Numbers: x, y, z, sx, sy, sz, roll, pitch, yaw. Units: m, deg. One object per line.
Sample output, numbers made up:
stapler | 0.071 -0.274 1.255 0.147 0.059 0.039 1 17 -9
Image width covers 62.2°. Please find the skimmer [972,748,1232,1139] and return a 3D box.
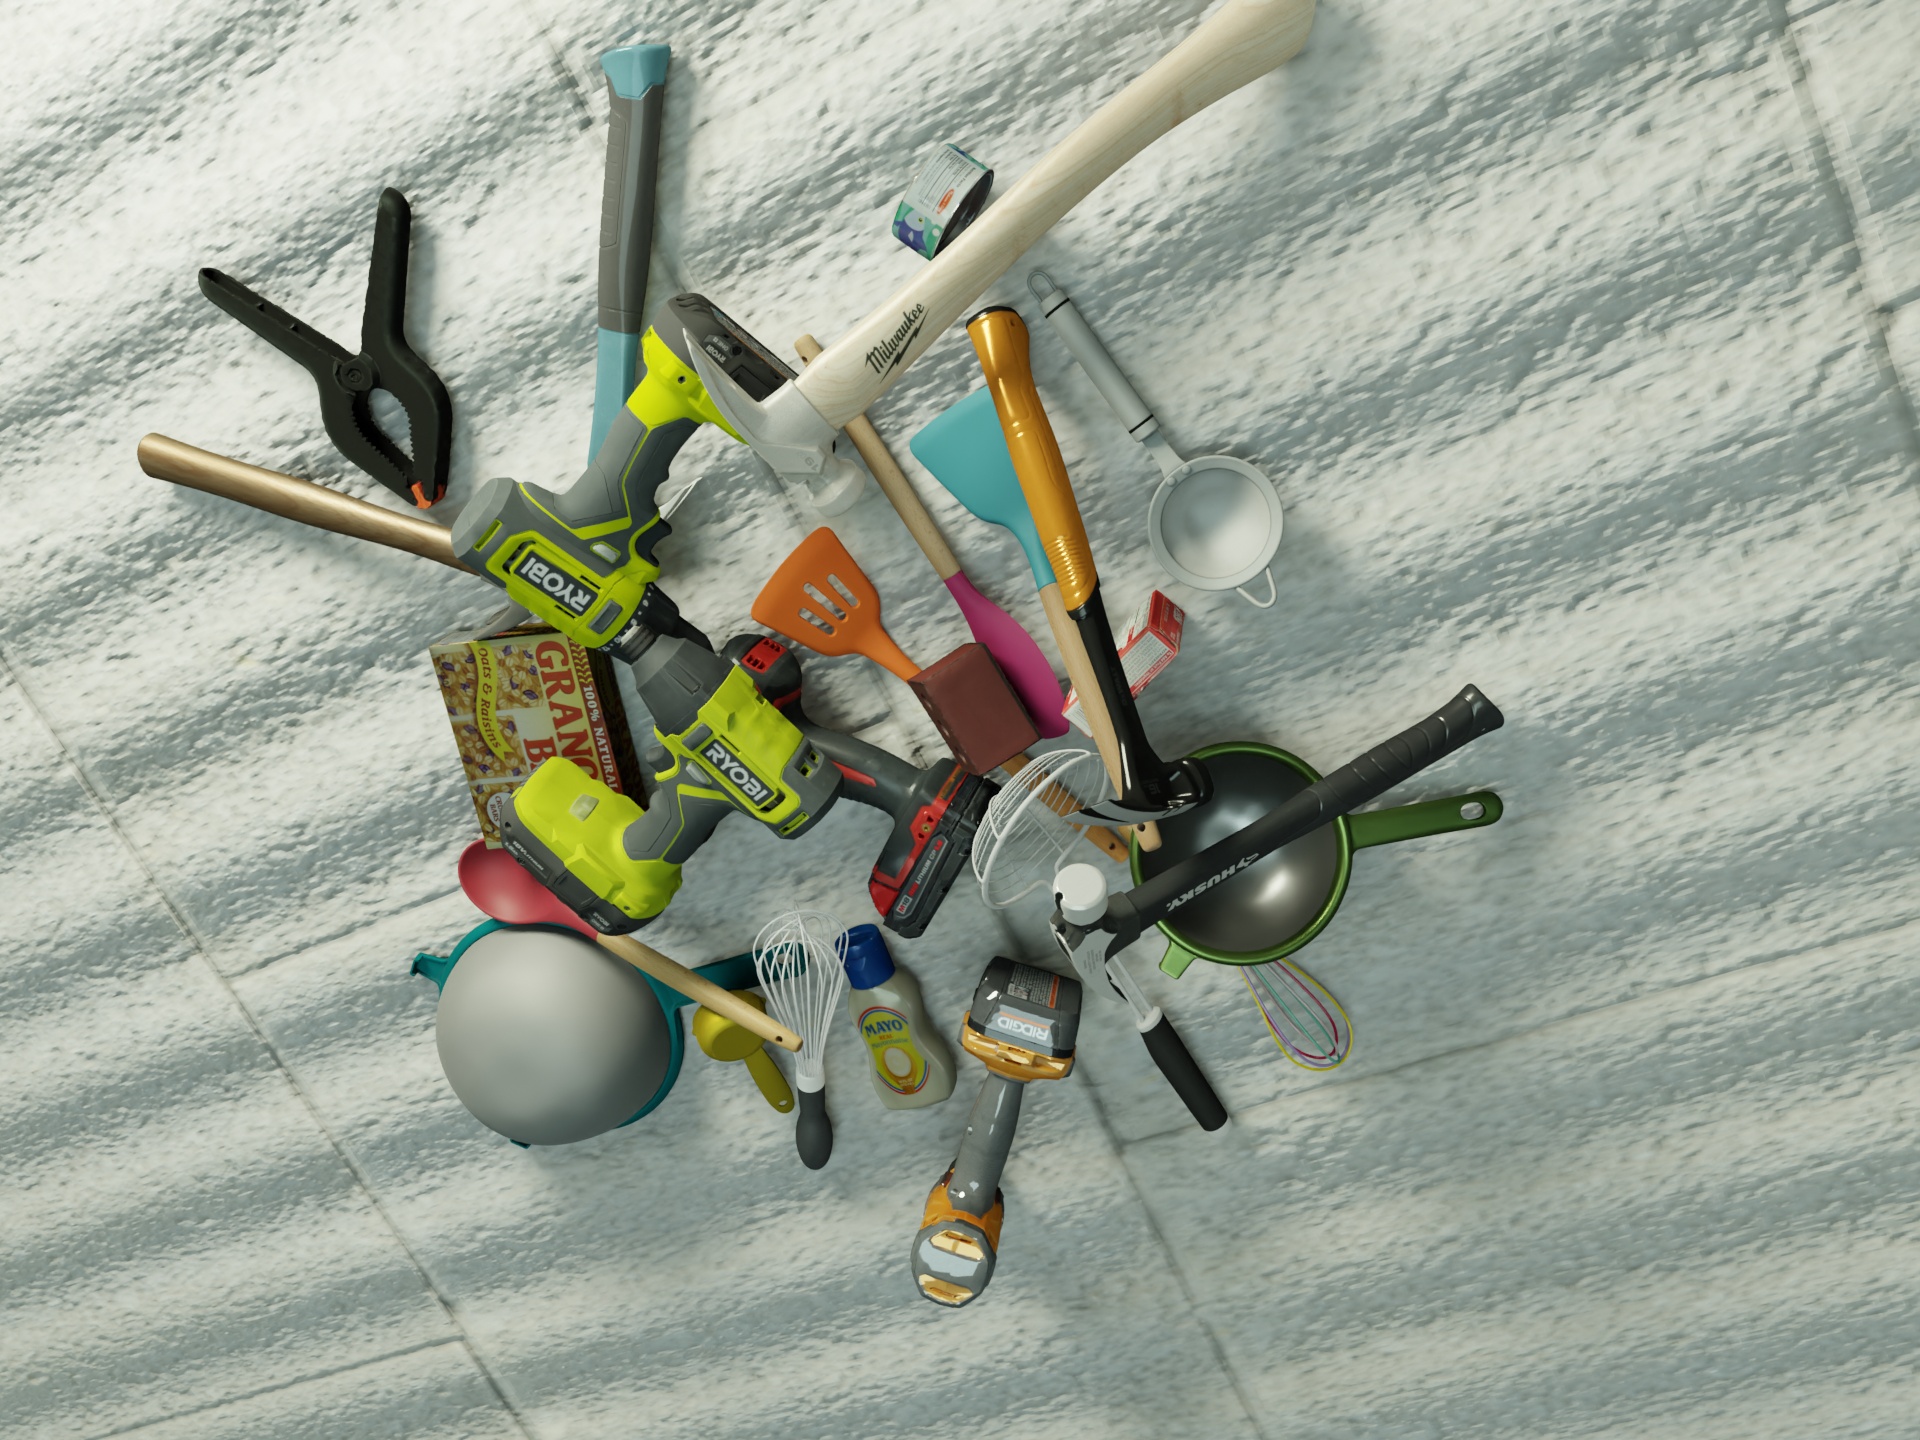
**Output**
skimmer | 0.122 0.175 1.121 0.127 0.090 0.363 -42 114 -21

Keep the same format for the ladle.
ladle | -0.251 0.172 1.204 0.315 0.031 0.069 26 108 19

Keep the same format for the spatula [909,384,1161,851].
spatula | 0.060 -0.063 1.022 0.082 0.044 0.318 -29 72 26

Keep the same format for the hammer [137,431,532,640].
hammer | -0.437 -0.145 1.129 0.331 0.031 0.130 17 133 12

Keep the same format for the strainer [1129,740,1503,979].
strainer | 0.239 0.080 1.094 0.256 0.069 0.151 -10 90 -3

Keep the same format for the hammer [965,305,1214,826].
hammer | 0.063 -0.099 0.975 0.034 0.127 0.337 -24 79 37

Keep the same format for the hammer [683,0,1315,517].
hammer | 0.028 -0.297 0.927 0.410 0.038 0.146 -39 127 9

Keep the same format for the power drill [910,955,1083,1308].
power drill | 0.025 0.296 1.184 0.084 0.185 0.226 17 96 4

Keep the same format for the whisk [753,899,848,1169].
whisk | -0.116 0.250 1.220 0.070 0.070 0.284 7 127 9

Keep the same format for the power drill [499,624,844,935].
power drill | -0.209 0.042 1.084 0.171 0.080 0.223 44 125 -13

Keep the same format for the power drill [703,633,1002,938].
power drill | -0.105 0.063 1.145 0.226 0.080 0.187 31 121 2

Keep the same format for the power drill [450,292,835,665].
power drill | -0.188 -0.141 1.036 0.190 0.080 0.228 37 103 -30

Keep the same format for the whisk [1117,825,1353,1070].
whisk | 0.196 0.161 1.142 0.047 0.051 0.245 -39 97 29

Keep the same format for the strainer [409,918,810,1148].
strainer | -0.277 0.244 1.244 0.340 0.095 0.211 -18 108 19

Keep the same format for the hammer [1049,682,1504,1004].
hammer | 0.208 0.069 1.015 0.335 0.035 0.146 -28 145 -12

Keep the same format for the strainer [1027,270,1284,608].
strainer | 0.124 -0.181 1.015 0.087 0.050 0.258 -35 96 16

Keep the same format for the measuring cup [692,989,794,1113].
measuring cup | -0.159 0.269 1.239 0.062 0.029 0.156 -25 130 -3

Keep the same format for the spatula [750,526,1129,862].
spatula | -0.002 -0.004 1.113 0.322 0.041 0.081 40 89 -9

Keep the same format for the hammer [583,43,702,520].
hammer | -0.226 -0.273 1.051 0.128 0.033 0.330 13 114 7

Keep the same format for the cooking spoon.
cooking spoon | -0.020 -0.119 1.071 0.319 0.017 0.069 57 149 -9
